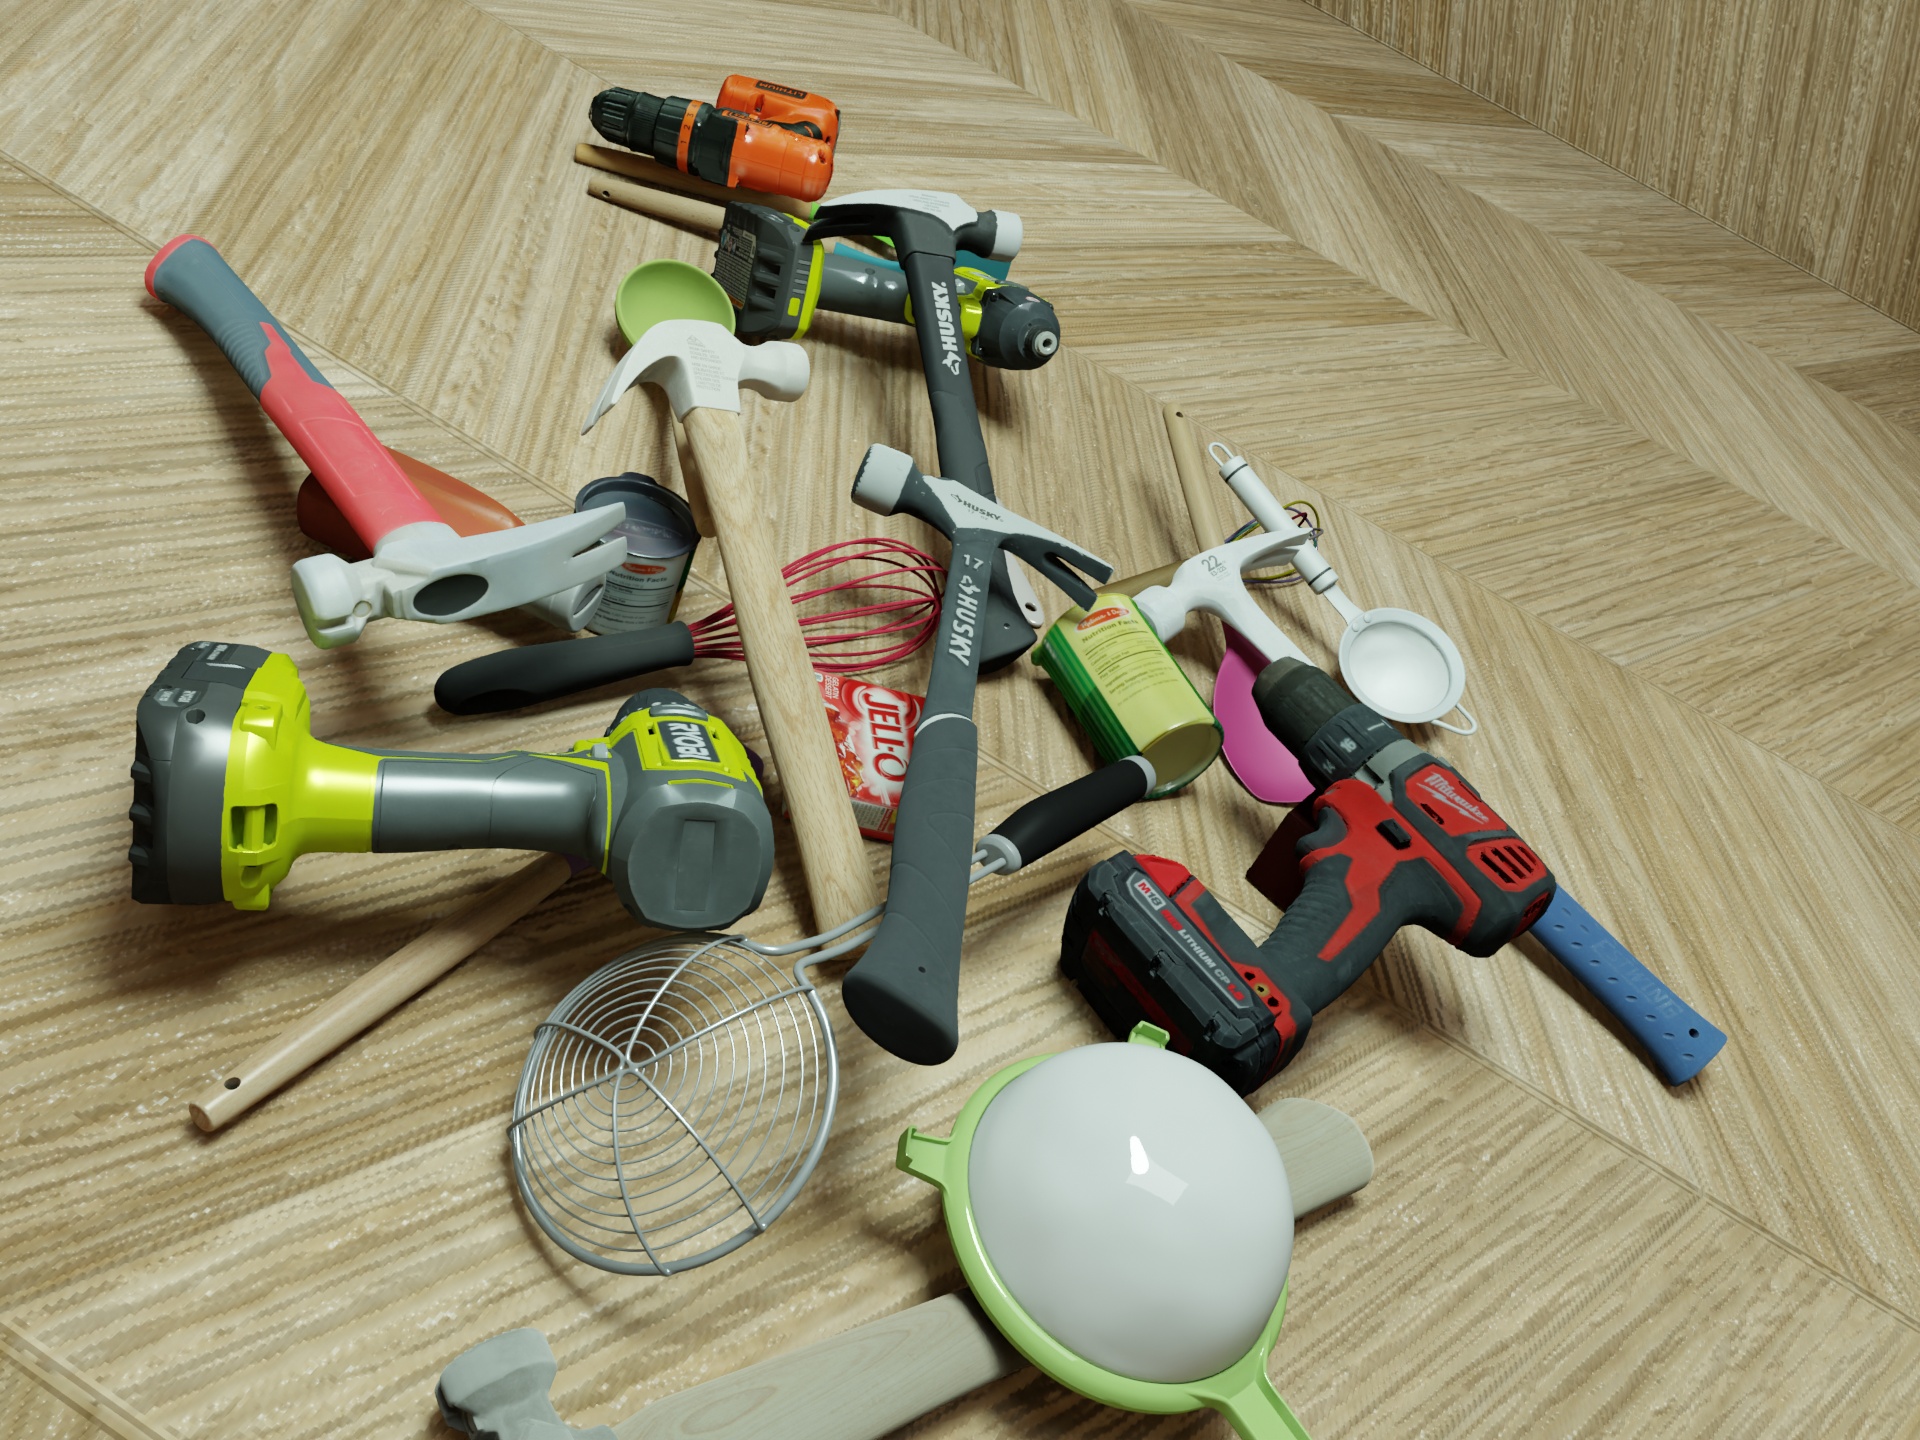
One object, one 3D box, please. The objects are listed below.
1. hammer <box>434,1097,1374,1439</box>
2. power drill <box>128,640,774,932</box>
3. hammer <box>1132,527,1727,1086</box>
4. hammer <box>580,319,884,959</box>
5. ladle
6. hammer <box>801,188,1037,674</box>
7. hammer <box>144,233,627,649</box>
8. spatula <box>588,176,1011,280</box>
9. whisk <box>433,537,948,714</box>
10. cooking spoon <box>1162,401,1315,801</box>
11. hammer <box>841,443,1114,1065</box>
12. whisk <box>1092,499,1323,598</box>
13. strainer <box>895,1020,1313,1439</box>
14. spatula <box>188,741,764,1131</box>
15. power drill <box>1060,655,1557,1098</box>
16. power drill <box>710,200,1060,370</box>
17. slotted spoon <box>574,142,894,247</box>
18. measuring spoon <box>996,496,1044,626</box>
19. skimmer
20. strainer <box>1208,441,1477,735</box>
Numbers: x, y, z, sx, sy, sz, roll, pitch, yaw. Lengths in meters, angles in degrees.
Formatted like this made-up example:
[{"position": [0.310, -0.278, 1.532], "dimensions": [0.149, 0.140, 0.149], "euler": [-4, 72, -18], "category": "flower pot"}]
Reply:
[{"position": [0.025, 0.235, 0.602], "dimensions": [0.410, 0.038, 0.146], "euler": [-10, 52, -38], "category": "hammer"}, {"position": [-0.198, 0.021, 0.648], "dimensions": [0.228, 0.080, 0.191], "euler": [5, 15, -17], "category": "power drill"}, {"position": [0.279, 0.042, 0.933], "dimensions": [0.144, 0.035, 0.406], "euler": [-33, 71, -31], "category": "hammer"}, {"position": [-0.094, -0.047, 0.762], "dimensions": [0.130, 0.031, 0.331], "euler": [-2, 67, -42], "category": "hammer"}, {"position": [-0.157, -0.192, 0.922], "dimensions": [0.078, 0.062, 0.320], "euler": [12, 28, -22], "category": "ladle"}, {"position": [-0.008, -0.183, 0.969], "dimensions": [0.146, 0.035, 0.335], "euler": [2, 66, -26], "category": "hammer"}, {"position": [-0.311, -0.160, 0.791], "dimensions": [0.143, 0.038, 0.387], "euler": [-20, 44, -31], "category": "hammer"}, {"position": [-0.119, -0.364, 1.195], "dimensions": [0.317, 0.082, 0.044], "euler": [14, 51, -7], "category": "spatula"}, {"position": [-0.125, -0.044, 0.819], "dimensions": [0.295, 0.073, 0.073], "euler": [-15, 54, -34], "category": "whisk"}, {"position": [0.169, -0.084, 1.019], "dimensions": [0.068, 0.017, 0.319], "euler": [1, 57, -16], "category": "cooking spoon"}, {"position": [-0.001, -0.002, 0.727], "dimensions": [0.149, 0.036, 0.409], "euler": [22, 34, -10], "category": "hammer"}, {"position": [0.168, -0.107, 1.072], "dimensions": [0.245, 0.047, 0.051], "euler": [-20, 59, -39], "category": "whisk"}, {"position": [0.102, 0.215, 0.587], "dimensions": [0.151, 0.069, 0.257], "euler": [-13, 54, -40], "category": "strainer"}, {"position": [-0.187, 0.075, 0.676], "dimensions": [0.060, 0.018, 0.316], "euler": [33, 37, 15], "category": "spatula"}, {"position": [0.157, 0.069, 0.782], "dimensions": [0.226, 0.080, 0.188], "euler": [-26, 60, -26], "category": "power drill"}, {"position": [-0.048, -0.291, 1.098], "dimensions": [0.223, 0.080, 0.171], "euler": [5, 20, -25], "category": "power drill"}, {"position": [-0.143, -0.406, 1.247], "dimensions": [0.313, 0.031, 0.070], "euler": [9, 40, -19], "category": "slotted spoon"}, {"position": [0.030, -0.106, 1.009], "dimensions": [0.034, 0.018, 0.124], "euler": [2, 45, -29], "category": "measuring spoon"}, {"position": [-0.027, 0.101, 0.683], "dimensions": [0.127, 0.090, 0.363], "euler": [29, 32, 28], "category": "skimmer"}, {"position": [0.246, -0.086, 1.056], "dimensions": [0.087, 0.050, 0.258], "euler": [-32, 79, -24], "category": "strainer"}]
